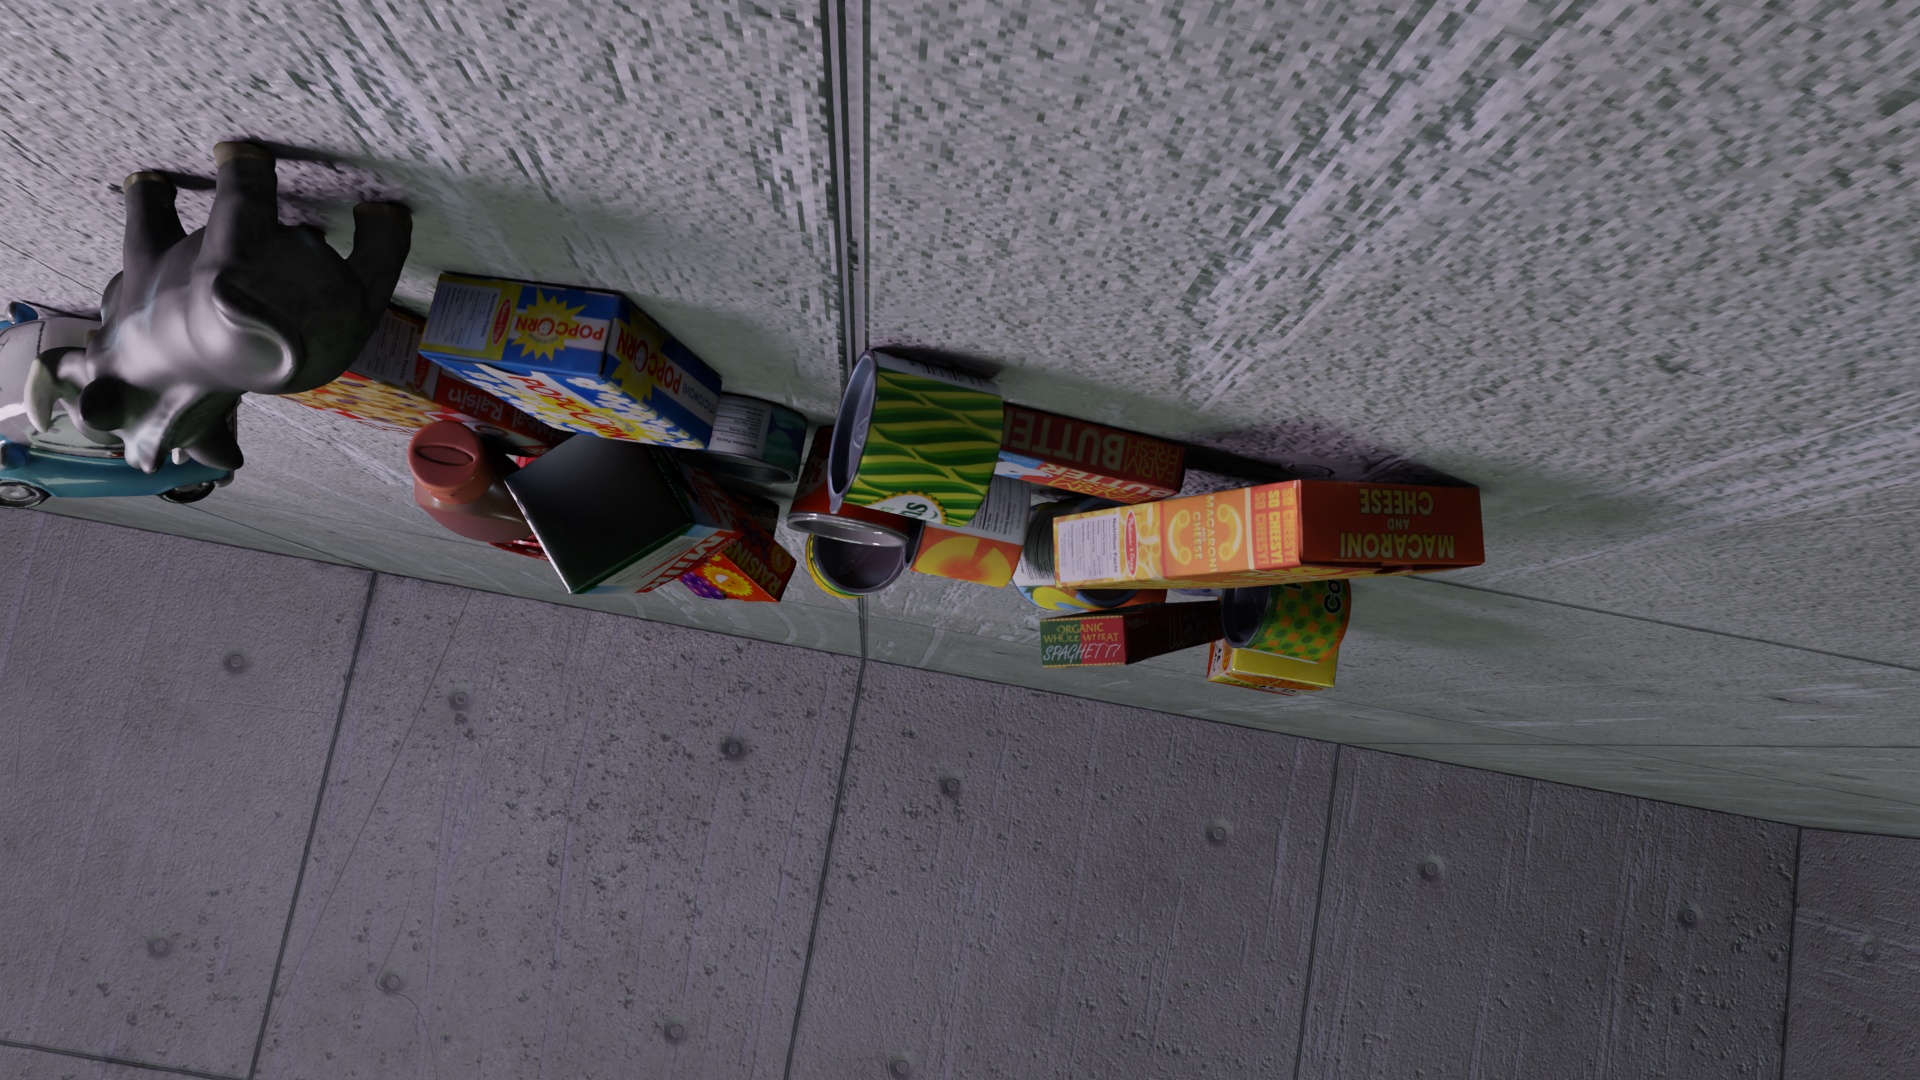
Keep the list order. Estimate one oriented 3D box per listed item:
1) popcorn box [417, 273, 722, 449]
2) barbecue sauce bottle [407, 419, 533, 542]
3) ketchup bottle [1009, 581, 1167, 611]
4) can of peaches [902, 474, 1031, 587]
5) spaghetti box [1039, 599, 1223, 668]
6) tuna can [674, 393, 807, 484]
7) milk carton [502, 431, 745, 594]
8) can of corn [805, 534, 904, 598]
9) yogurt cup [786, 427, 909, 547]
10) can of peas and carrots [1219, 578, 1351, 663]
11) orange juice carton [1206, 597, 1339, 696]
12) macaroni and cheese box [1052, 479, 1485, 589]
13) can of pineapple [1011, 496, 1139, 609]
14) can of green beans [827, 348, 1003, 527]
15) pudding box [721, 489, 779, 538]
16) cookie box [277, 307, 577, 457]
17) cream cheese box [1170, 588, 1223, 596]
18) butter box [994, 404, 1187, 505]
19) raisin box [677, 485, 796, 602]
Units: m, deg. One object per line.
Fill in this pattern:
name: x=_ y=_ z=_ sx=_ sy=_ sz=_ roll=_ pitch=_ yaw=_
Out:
popcorn box: x=-0.171 y=-0.078 z=0.632 sx=0.085 sy=0.038 sz=0.126 roll=9 pitch=172 yaw=12
barbecue sauce bottle: x=-0.266 y=-0.031 z=0.753 sx=0.065 sy=0.044 sz=0.148 roll=10 pitch=170 yaw=-9
ketchup bottle: x=0.074 y=0.023 z=0.986 sx=0.149 sy=0.043 sz=0.064 roll=16 pitch=168 yaw=-33
can of peaches: x=0.003 y=-0.010 z=0.777 sx=0.058 sy=0.071 sz=0.071 roll=11 pitch=171 yaw=-9
spaghetti box: x=0.113 y=0.055 z=0.860 sx=0.050 sy=0.028 sz=0.250 roll=-4 pitch=178 yaw=23
tuna can: x=-0.116 y=-0.053 z=0.743 sx=0.071 sy=0.033 sz=0.071 roll=10 pitch=171 yaw=2
milk carton: x=-0.180 y=-0.017 z=0.789 sx=0.073 sy=0.072 sz=0.190 roll=-31 pitch=177 yaw=1
can of corn: x=-0.076 y=0.005 z=0.974 sx=0.071 sy=0.071 sz=0.058 roll=12 pitch=171 yaw=-11
yogurt cup: x=-0.058 y=-0.029 z=0.761 sx=0.072 sy=0.054 sz=0.072 roll=10 pitch=171 yaw=2
can of peas and carrots: x=0.205 y=0.039 z=0.874 sx=0.059 sy=0.071 sz=0.071 roll=12 pitch=171 yaw=-14
orange juice carton: x=0.230 y=0.074 z=1.039 sx=0.072 sy=0.073 sz=0.192 roll=9 pitch=172 yaw=5
macaroni and cheese box: x=0.144 y=0.001 z=0.671 sx=0.124 sy=0.040 sz=0.166 roll=1 pitch=175 yaw=-34
can of pineapple: x=0.071 y=0.008 z=0.819 sx=0.071 sy=0.071 sz=0.058 roll=15 pitch=169 yaw=-29
can of green beans: x=-0.020 y=-0.043 z=0.593 sx=0.058 sy=0.071 sz=0.071 roll=13 pitch=171 yaw=-17
pudding box: x=-0.184 y=-0.020 z=1.047 sx=0.083 sy=0.030 sz=0.049 roll=3 pitch=170 yaw=38
cookie box: x=-0.295 y=-0.084 z=0.727 sx=0.123 sy=0.040 sz=0.167 roll=5 pitch=170 yaw=31
cream cheese box: x=0.144 y=0.017 z=0.928 sx=0.053 sy=0.024 sz=0.104 roll=0 pitch=167 yaw=42
butter box: x=0.051 y=-0.041 z=0.665 sx=0.103 sy=0.024 sz=0.053 roll=12 pitch=172 yaw=-10
raisin box: x=-0.186 y=-0.005 z=0.979 sx=0.086 sy=0.040 sz=0.123 roll=1 pitch=147 yaw=38
